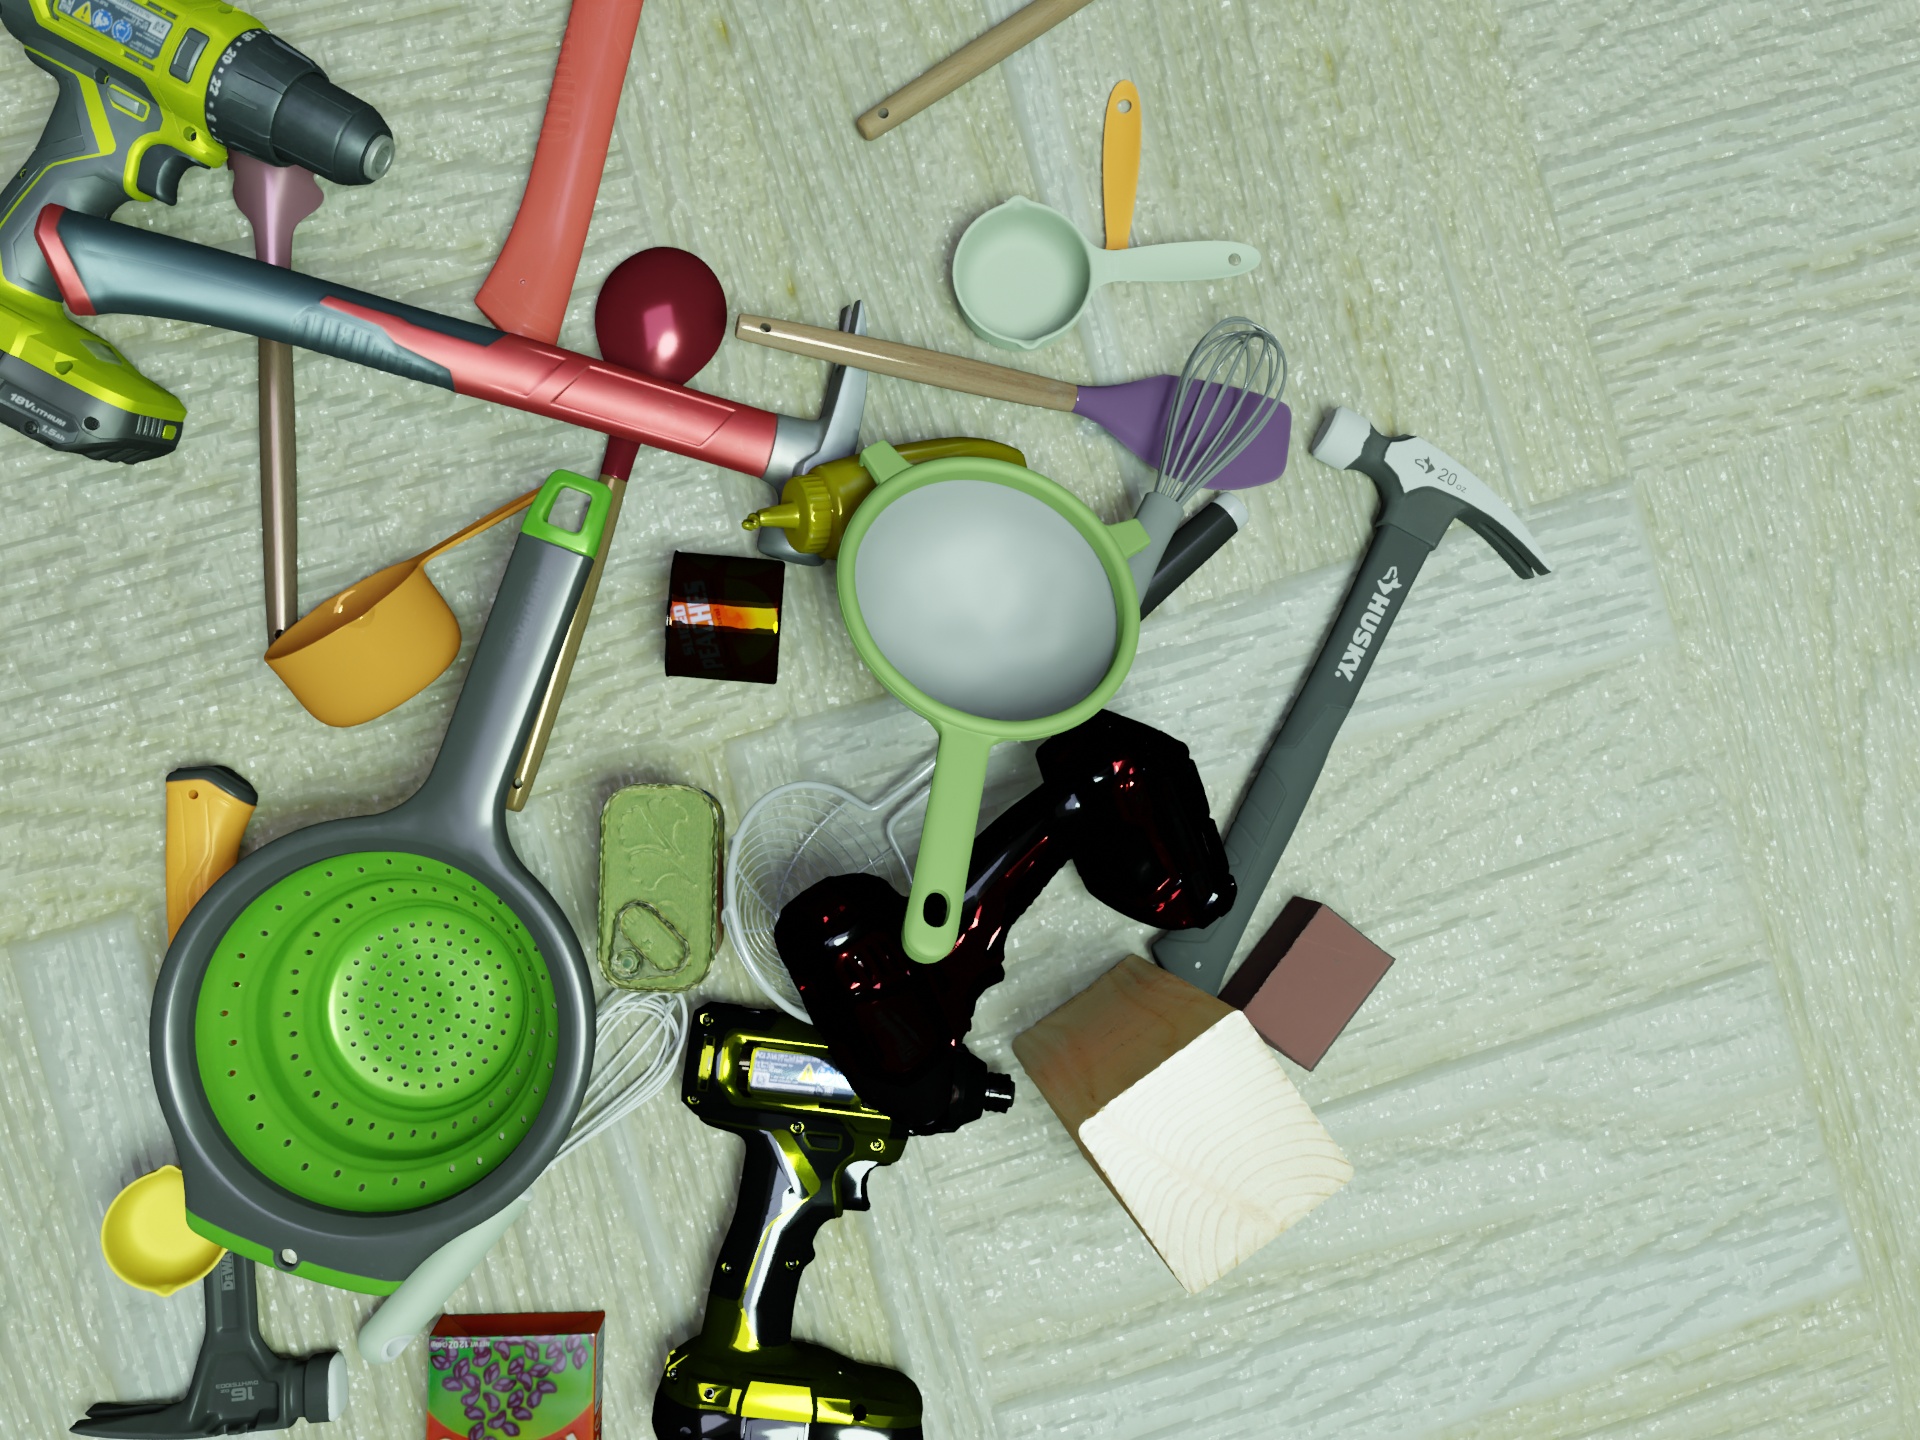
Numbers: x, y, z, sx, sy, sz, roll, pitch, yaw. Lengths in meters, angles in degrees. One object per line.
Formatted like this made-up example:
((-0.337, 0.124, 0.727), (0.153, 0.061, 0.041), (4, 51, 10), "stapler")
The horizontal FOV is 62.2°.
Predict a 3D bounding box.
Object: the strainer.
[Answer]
((-0.001, -0.002, 0.757), (0.151, 0.069, 0.257), (15, 64, -11), "strainer")

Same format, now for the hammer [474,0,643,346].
((-0.182, -0.367, 0.849), (0.149, 0.037, 0.359), (13, 86, -5), "hammer")

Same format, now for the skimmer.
((0.028, 0.006, 0.829), (0.363, 0.090, 0.127), (-42, 107, -7), "skimmer")

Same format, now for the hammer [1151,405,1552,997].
((0.199, 0.005, 0.876), (0.146, 0.035, 0.335), (27, 86, -4), "hammer")

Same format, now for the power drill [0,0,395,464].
((-0.402, -0.246, 0.778), (0.190, 0.080, 0.228), (28, 95, -1), "power drill")

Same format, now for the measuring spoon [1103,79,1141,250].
((0.090, -0.301, 0.889), (0.021, 0.011, 0.117), (3, 84, 7), "measuring spoon")

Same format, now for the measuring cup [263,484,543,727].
((-0.265, -0.060, 0.814), (0.173, 0.095, 0.052), (-38, 115, -22), "measuring cup")

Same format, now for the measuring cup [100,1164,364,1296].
((-0.336, 0.245, 0.788), (0.156, 0.029, 0.062), (0, 86, -20), "measuring cup")

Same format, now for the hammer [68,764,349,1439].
((-0.386, 0.191, 0.808), (0.127, 0.034, 0.337), (-3, 88, -7), "hammer")

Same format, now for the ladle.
((-0.193, -0.104, 0.844), (0.069, 0.031, 0.315), (17, 88, -6), "ladle")

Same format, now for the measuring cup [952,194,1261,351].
((0.078, -0.242, 0.867), (0.167, 0.038, 0.083), (-5, 89, -4), "measuring cup")

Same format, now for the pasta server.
((-0.355, -0.189, 0.831), (0.060, 0.040, 0.316), (-1, 92, -6), "pasta server")

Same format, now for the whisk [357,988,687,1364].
((-0.226, 0.232, 0.821), (0.059, 0.057, 0.246), (39, 87, 33), "whisk")

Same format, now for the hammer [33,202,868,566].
((-0.232, -0.191, 0.780), (0.386, 0.038, 0.143), (13, 88, -23), "hammer")

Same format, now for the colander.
((-0.248, 0.071, 0.787), (0.204, 0.094, 0.397), (20, 88, -2), "colander")

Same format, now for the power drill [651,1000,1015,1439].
((-0.068, 0.266, 0.819), (0.171, 0.080, 0.223), (8, 84, -6), "power drill")

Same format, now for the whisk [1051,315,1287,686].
((0.108, -0.110, 0.833), (0.055, 0.055, 0.239), (30, 78, -4), "whisk")

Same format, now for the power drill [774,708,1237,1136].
((0.025, 0.102, 0.788), (0.219, 0.079, 0.143), (-33, 118, -21), "power drill")

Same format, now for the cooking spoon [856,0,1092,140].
((0.076, -0.412, 0.886), (0.319, 0.017, 0.069), (-35, 91, -7), "cooking spoon")

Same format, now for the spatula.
((0.036, -0.175, 0.849), (0.315, 0.018, 0.060), (9, 87, -17), "spatula")
